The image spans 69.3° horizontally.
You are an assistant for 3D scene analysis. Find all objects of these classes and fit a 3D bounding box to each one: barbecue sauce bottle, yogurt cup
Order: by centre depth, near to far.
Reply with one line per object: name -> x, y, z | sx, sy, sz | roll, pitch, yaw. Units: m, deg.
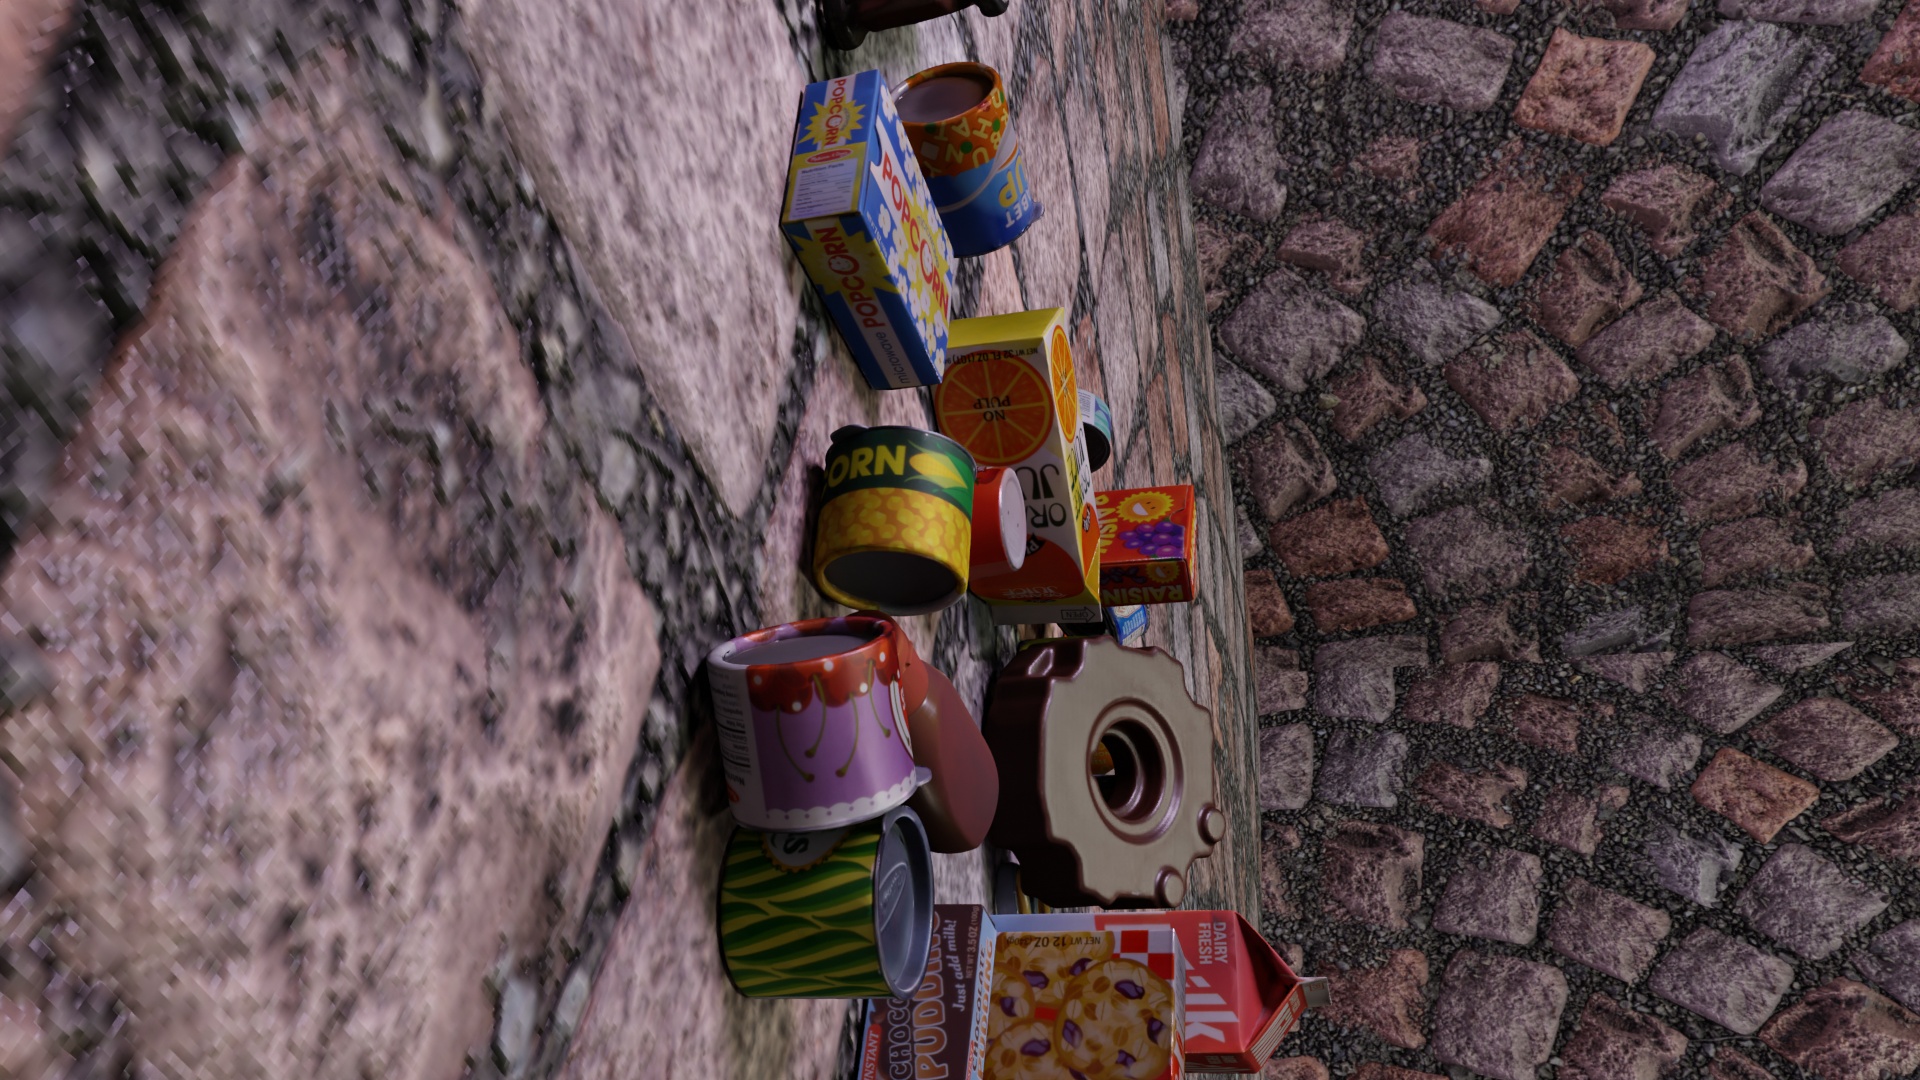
barbecue sauce bottle -> -0.021, 0.085, 0.631 | 0.148, 0.043, 0.065 | 65, 25, -50
yogurt cup -> 0.003, -0.009, 0.728 | 0.072, 0.054, 0.072 | -6, 91, -74

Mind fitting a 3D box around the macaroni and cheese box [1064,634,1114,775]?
macaroni and cheese box -> 0.116, 0.148, 1.123 | 0.124, 0.040, 0.165 | -77, 157, -50

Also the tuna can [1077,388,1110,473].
tuna can -> 0.075, -0.076, 0.994 | 0.070, 0.071, 0.033 | 67, 23, -50

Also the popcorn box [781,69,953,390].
popcorn box -> -0.039, -0.140, 0.647 | 0.126, 0.038, 0.085 | 62, 29, -57

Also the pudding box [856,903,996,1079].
pudding box -> -0.014, 0.202, 0.606 | 0.030, 0.049, 0.084 | 70, 22, -49

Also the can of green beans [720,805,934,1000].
can of green beans -> -0.046, 0.129, 0.495 | 0.071, 0.058, 0.071 | -6, 91, -75

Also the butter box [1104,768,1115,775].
butter box -> 0.118, 0.202, 1.049 | 0.104, 0.024, 0.053 | -22, 119, -45

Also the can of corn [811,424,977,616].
can of corn -> -0.029, -0.008, 0.589 | 0.071, 0.071, 0.058 | 61, 28, -57

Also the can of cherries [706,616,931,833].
can of cherries -> -0.049, 0.061, 0.483 | 0.072, 0.071, 0.058 | -37, 120, -72

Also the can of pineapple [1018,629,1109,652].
can of pineapple -> 0.073, 0.097, 0.947 | 0.071, 0.058, 0.071 | -6, 91, -75

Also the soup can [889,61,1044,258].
soup can -> 0.003, -0.208, 0.758 | 0.083, 0.071, 0.072 | 70, 21, -44

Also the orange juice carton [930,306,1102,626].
orange juice carton -> 0.037, -0.036, 0.829 | 0.073, 0.072, 0.192 | -61, 143, -63

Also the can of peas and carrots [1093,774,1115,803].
can of peas and carrots -> 0.078, 0.187, 0.927 | 0.071, 0.071, 0.059 | 25, 62, -73

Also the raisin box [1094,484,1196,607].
raisin box -> 0.094, 0.004, 0.930 | 0.086, 0.123, 0.040 | -74, 155, -52

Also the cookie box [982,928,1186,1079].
cookie box -> 0.041, 0.267, 0.647 | 0.040, 0.123, 0.168 | 69, 22, -45

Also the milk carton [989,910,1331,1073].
milk carton -> 0.099, 0.241, 0.740 | 0.072, 0.190, 0.074 | 61, 28, -58
